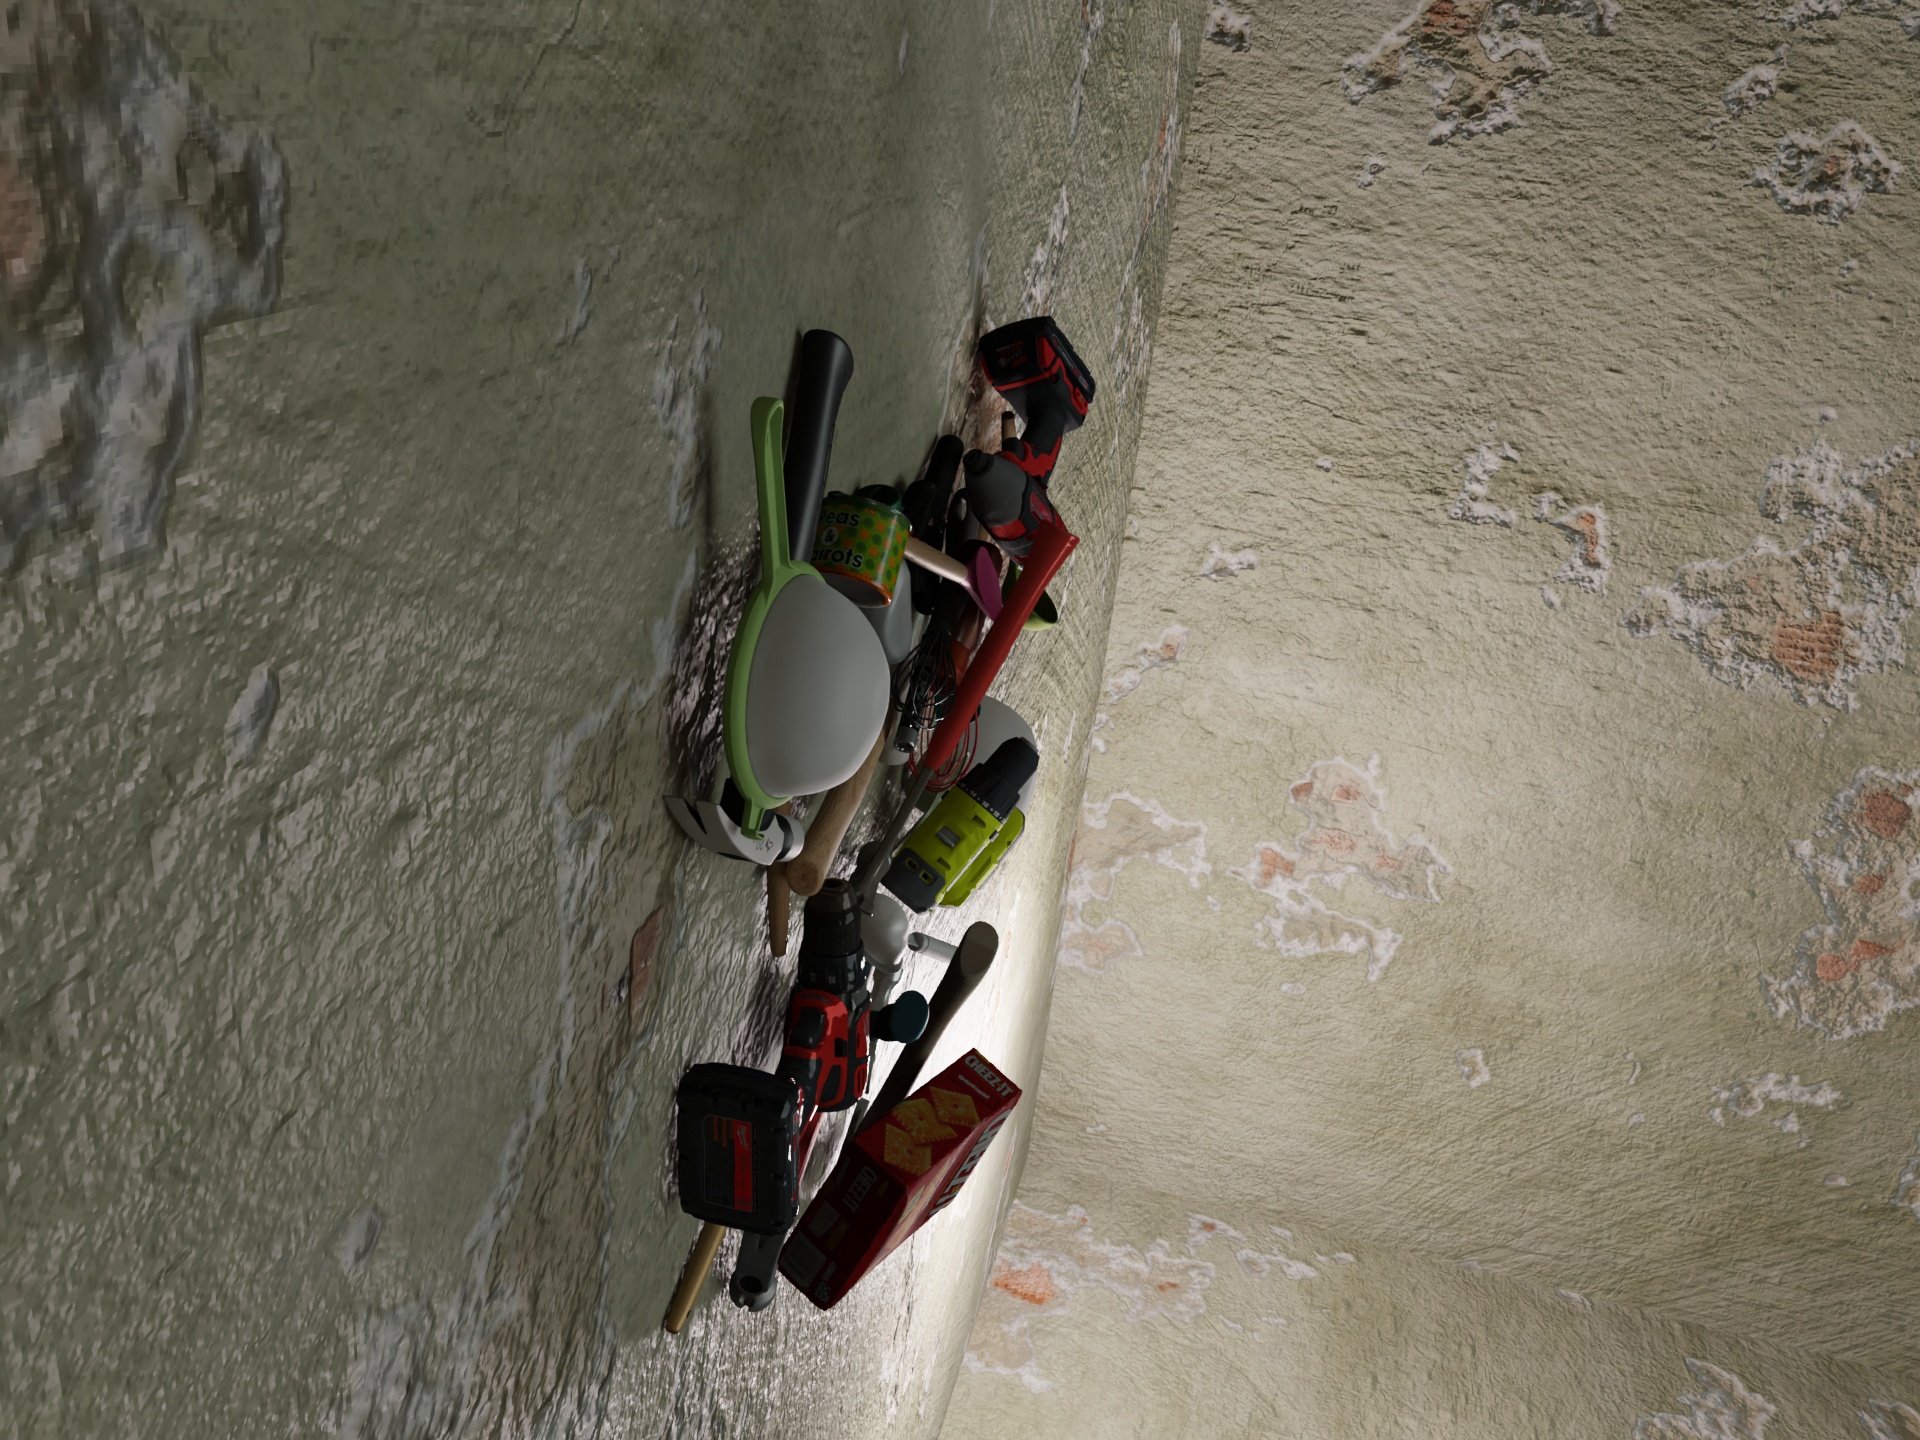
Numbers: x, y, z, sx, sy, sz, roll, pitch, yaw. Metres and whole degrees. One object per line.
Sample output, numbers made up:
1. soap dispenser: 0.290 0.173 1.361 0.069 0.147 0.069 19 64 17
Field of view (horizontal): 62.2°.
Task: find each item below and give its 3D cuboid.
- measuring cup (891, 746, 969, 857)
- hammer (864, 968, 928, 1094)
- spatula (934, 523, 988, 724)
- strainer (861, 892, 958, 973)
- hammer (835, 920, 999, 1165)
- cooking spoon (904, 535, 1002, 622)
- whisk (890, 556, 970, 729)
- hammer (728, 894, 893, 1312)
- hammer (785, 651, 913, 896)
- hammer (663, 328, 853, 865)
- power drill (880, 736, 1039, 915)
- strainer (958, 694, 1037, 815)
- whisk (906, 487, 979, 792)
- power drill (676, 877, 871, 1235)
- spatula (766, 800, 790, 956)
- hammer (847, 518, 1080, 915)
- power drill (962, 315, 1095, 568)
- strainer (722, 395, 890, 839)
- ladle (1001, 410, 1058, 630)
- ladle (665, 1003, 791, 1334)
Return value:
1. measuring cup: -0.050 0.086 1.573 0.168 0.038 0.083 -51 168 -32
2. hammer: -0.066 0.270 1.424 0.331 0.033 0.128 127 -17 -75
3. spatula: 0.015 -0.136 1.636 0.082 0.044 0.318 -32 -142 54
4. strainer: -0.042 0.200 1.460 0.258 0.050 0.087 34 28 -59
5. hammer: -0.046 0.314 1.480 0.146 0.038 0.410 -68 -177 -49
6. cooking spoon: -0.008 -0.124 1.296 0.318 0.017 0.069 11 71 -74
7. whisk: -0.015 -0.071 1.340 0.239 0.055 0.055 -74 170 -51
8. hammer: -0.115 0.295 1.357 0.143 0.038 0.387 106 2 -47
9. hammer: -0.082 0.038 1.270 0.331 0.031 0.130 -68 165 -63
10. hammer: -0.112 -0.078 0.990 0.146 0.035 0.335 22 77 -72
11. power drill: 0.009 0.107 1.568 0.190 0.080 0.228 -50 172 -5
12. strainer: 0.024 0.104 1.807 0.341 0.095 0.210 -67 165 -54
13. whisk: -0.011 -0.078 1.532 0.073 0.073 0.296 11 86 -80
14. power drill: -0.121 0.235 1.145 0.227 0.080 0.187 -50 145 -65
15. spatula: -0.127 0.041 1.114 0.060 0.018 0.315 -59 157 -55
16. hammer: -0.002 -0.004 1.346 0.359 0.036 0.149 -61 -177 9
17. power drill: 0.057 -0.263 1.487 0.143 0.078 0.220 45 45 -44
18. strainer: -0.081 -0.062 0.919 0.151 0.069 0.256 -59 153 -53
19. ladle: 0.069 -0.210 1.698 0.319 0.062 0.078 83 -9 -53
20. ladle: -0.159 0.322 1.227 0.069 0.031 0.316 87 19 -46
